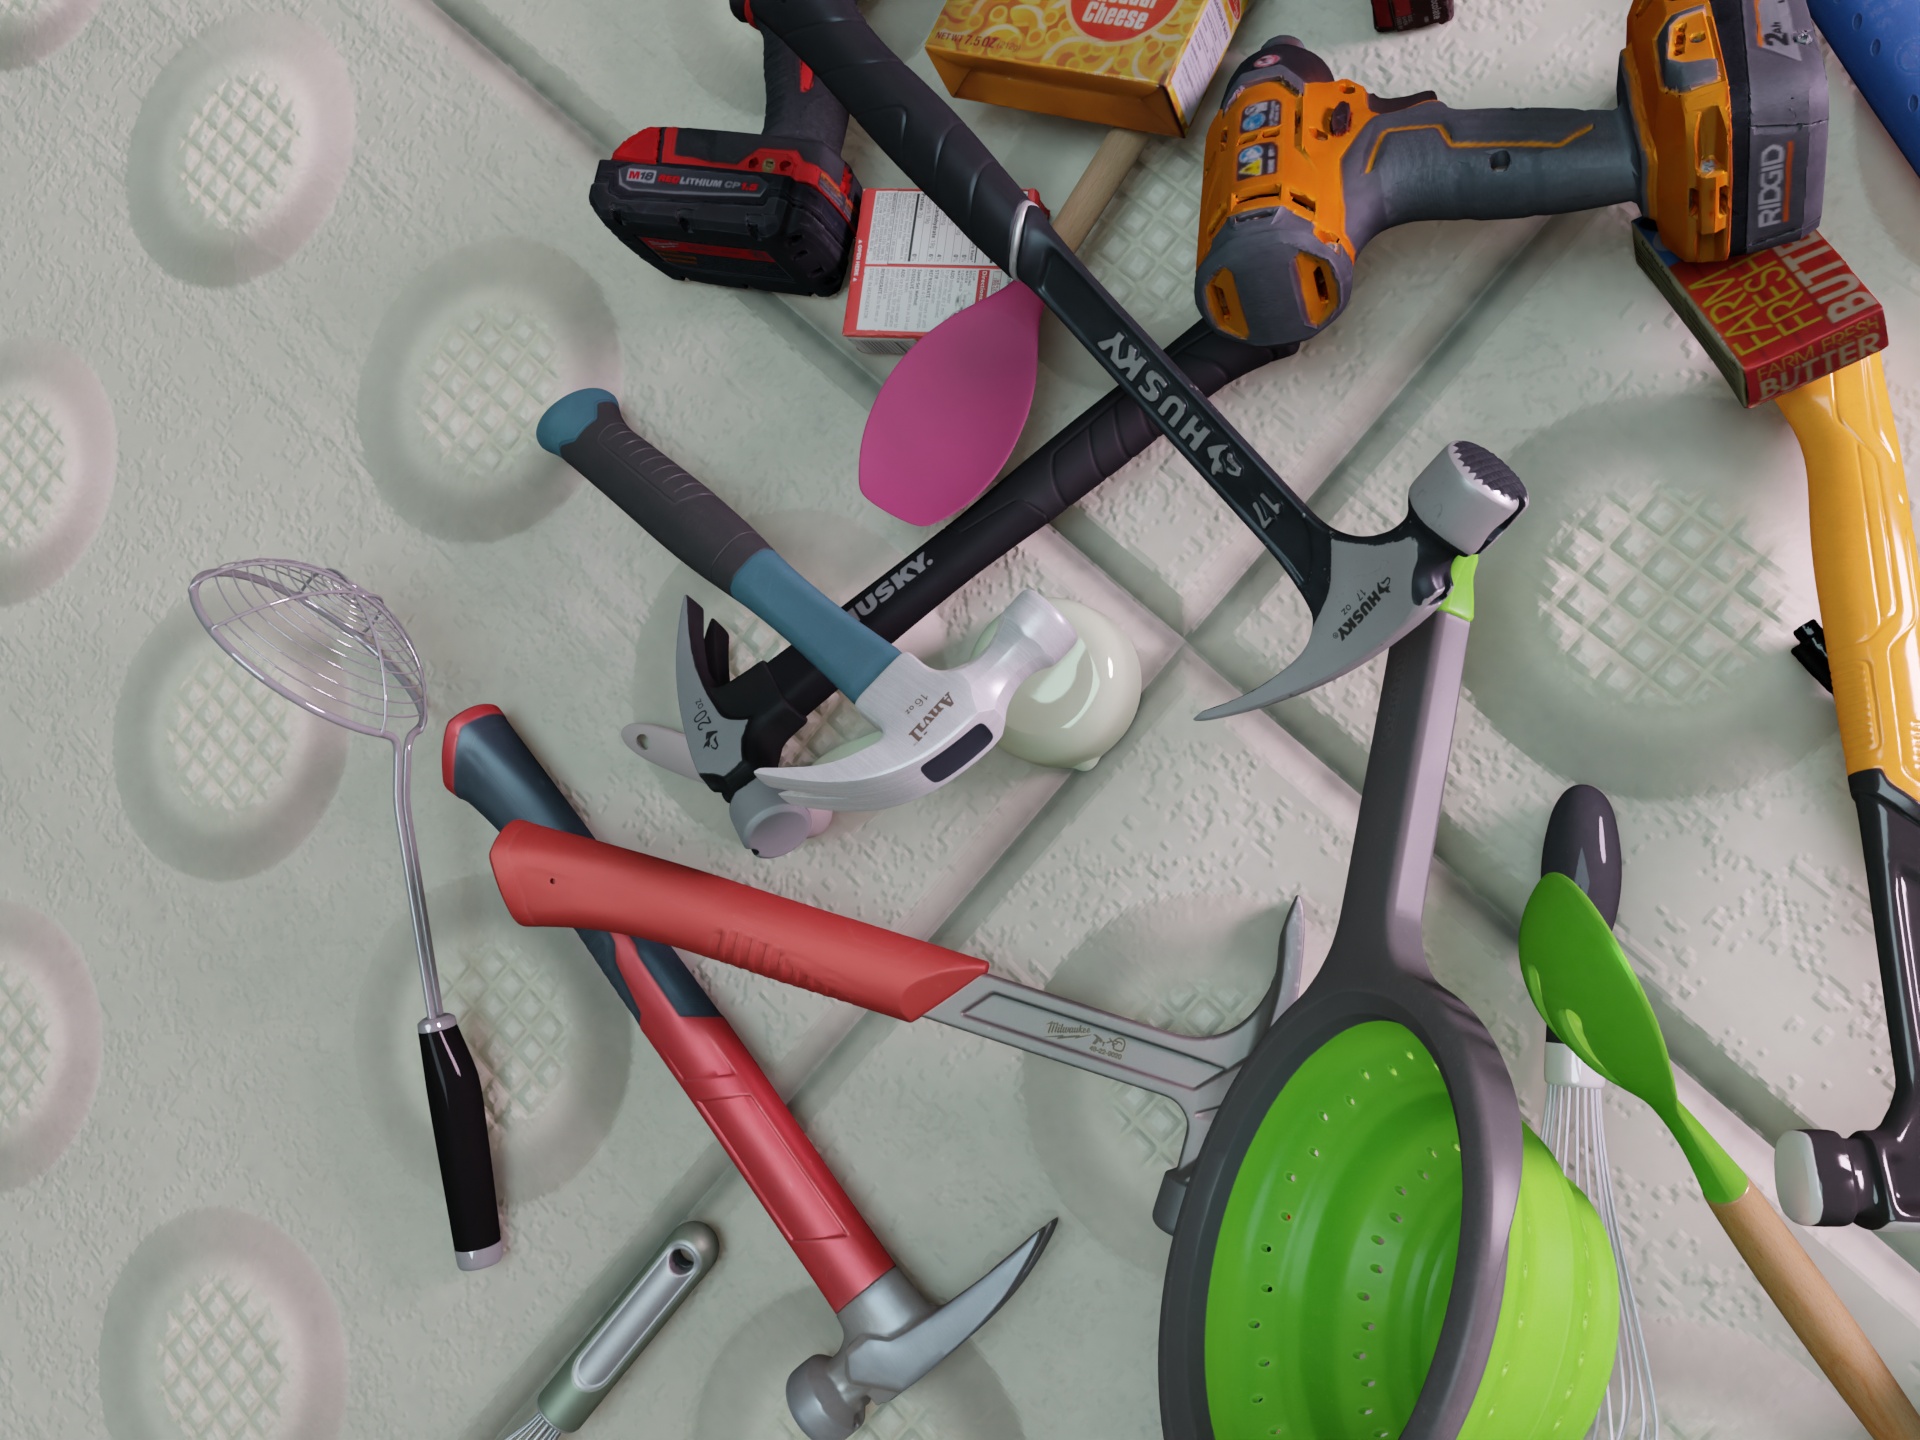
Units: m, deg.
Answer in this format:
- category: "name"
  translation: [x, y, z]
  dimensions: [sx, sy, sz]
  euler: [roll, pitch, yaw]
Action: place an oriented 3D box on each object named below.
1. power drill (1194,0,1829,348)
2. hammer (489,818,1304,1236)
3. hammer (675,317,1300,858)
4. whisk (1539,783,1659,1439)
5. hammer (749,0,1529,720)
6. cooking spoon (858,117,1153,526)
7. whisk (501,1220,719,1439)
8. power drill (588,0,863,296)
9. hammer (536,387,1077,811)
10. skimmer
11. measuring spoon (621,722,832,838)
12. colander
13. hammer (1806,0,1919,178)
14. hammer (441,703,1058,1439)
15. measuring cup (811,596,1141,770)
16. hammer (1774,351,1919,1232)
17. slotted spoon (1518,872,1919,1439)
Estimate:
- category: "power drill"
  translation: [0.209, -0.240, 0.638]
  dimensions: [0.226, 0.084, 0.164]
  euler: [-6, 54, 21]
- category: "hammer"
  translation: [-0.037, 0.099, 0.695]
  dimensions: [0.359, 0.036, 0.149]
  euler: [16, 86, 12]
- category: "hammer"
  translation: [0.011, -0.089, 0.711]
  dimensions: [0.335, 0.035, 0.146]
  euler: [-38, 48, 5]
- category: "whisk"
  translation: [0.236, 0.166, 0.614]
  dimensions: [0.070, 0.070, 0.285]
  euler: [2, 80, 20]
- category: "hammer"
  translation: [0.036, -0.177, 0.645]
  dimensions: [0.409, 0.036, 0.149]
  euler: [52, 129, 19]
- category: "cooking spoon"
  translation: [0.053, -0.226, 0.713]
  dimensions: [0.069, 0.017, 0.319]
  euler: [31, 87, 16]
- category: "whisk"
  translation: [-0.196, 0.333, 0.751]
  dimensions: [0.058, 0.059, 0.246]
  euler: [39, 93, 7]
- category: "power drill"
  translation: [-0.097, -0.328, 0.772]
  dimensions: [0.143, 0.078, 0.220]
  euler: [12, 85, 19]
- category: "hammer"
  translation: [-0.098, -0.072, 0.714]
  dimensions: [0.128, 0.033, 0.331]
  euler: [-47, 52, -4]
- category: "skimmer"
  translation: [-0.296, 0.094, 0.790]
  dimensions: [0.090, 0.127, 0.363]
  euler: [-10, 90, 10]
- category: "measuring spoon"
  translation: [-0.118, 0.027, 0.766]
  dimensions: [0.124, 0.018, 0.034]
  euler: [20, 112, 22]
- category: "colander"
  translation: [0.177, 0.123, 0.577]
  dimensions: [0.094, 0.204, 0.397]
  euler: [21, 69, -12]
- category: "hammer"
  translation: [0.407, -0.174, 0.596]
  dimensions: [0.144, 0.035, 0.406]
  euler: [-27, 76, 15]
- category: "hammer"
  translation: [-0.121, 0.133, 0.749]
  dimensions: [0.143, 0.038, 0.386]
  euler: [-42, 73, 10]
- category: "measuring cup"
  translation: [-0.001, -0.002, 0.720]
  dimensions: [0.167, 0.038, 0.083]
  euler: [-21, 78, 15]
- category: "hammer"
  translation: [0.344, 0.008, 0.574]
  dimensions: [0.127, 0.034, 0.337]
  euler: [-1, 74, 4]
- category: "slotted spoon"
  translation: [0.268, 0.174, 0.530]
  dimensions: [0.031, 0.070, 0.313]
  euler: [-38, 107, 5]
